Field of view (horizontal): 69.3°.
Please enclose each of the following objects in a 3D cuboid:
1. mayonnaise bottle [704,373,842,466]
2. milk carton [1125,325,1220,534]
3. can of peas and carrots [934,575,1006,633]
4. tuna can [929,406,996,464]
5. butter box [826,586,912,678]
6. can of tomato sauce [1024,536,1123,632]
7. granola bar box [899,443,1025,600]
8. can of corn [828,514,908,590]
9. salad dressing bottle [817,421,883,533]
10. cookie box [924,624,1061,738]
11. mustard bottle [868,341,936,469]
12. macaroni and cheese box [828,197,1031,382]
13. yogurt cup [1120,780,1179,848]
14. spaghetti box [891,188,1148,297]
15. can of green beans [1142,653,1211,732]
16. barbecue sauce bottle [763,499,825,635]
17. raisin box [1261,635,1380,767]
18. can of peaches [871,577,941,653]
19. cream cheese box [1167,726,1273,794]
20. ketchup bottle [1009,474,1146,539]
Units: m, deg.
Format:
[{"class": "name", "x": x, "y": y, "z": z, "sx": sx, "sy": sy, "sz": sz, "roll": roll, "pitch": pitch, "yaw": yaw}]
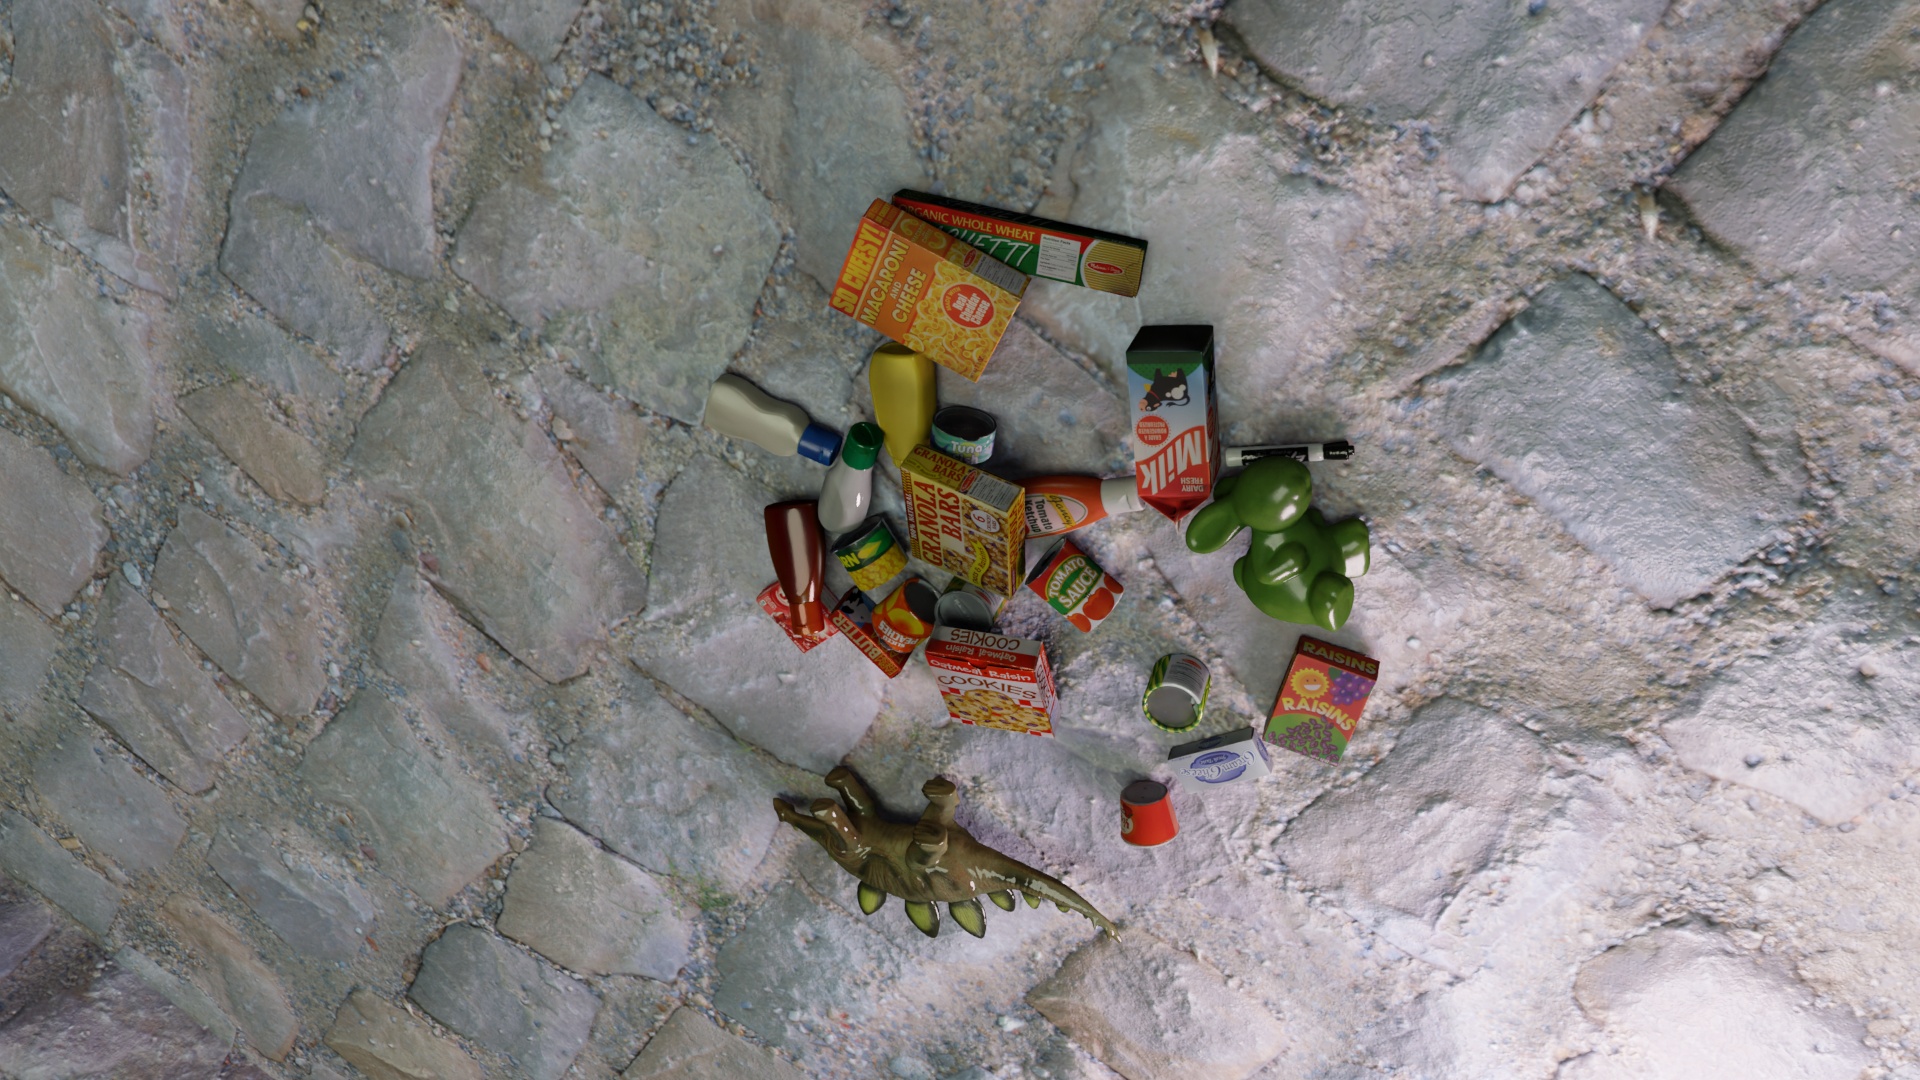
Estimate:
[{"class": "mayonnaise bottle", "x": -0.201, "y": -0.125, "z": 1.500, "sx": 0.148, "sy": 0.041, "sz": 0.064, "roll": 24, "pitch": 125, "yaw": 5}, {"class": "milk carton", "x": 0.208, "y": -0.106, "z": 1.338, "sx": 0.073, "sy": 0.073, "sz": 0.189, "roll": 2, "pitch": 119, "yaw": 19}, {"class": "can of peas and carrots", "x": 0.010, "y": 0.070, "z": 1.521, "sx": 0.071, "sy": 0.059, "sz": 0.070, "roll": 10, "pitch": 122, "yaw": 16}, {"class": "tuna can", "x": 0.003, "y": -0.106, "z": 1.416, "sx": 0.071, "sy": 0.071, "sz": 0.032, "roll": 16, "pitch": 124, "yaw": 12}, {"class": "butter box", "x": -0.100, "y": 0.105, "z": 1.586, "sx": 0.103, "sy": 0.053, "sz": 0.024, "roll": 45, "pitch": 126, "yaw": -8}, {"class": "can of tomato sauce", "x": 0.120, "y": 0.047, "z": 1.460, "sx": 0.083, "sy": 0.071, "sz": 0.071, "roll": 40, "pitch": 124, "yaw": -6}, {"class": "granola bar box", "x": 0.005, "y": -0.018, "z": 1.435, "sx": 0.124, "sy": 0.039, "sz": 0.164, "roll": 24, "pitch": 151, "yaw": 18}, {"class": "can of corn", "x": -0.100, "y": 0.015, "z": 1.524, "sx": 0.071, "sy": 0.071, "sz": 0.058, "roll": -23, "pitch": 109, "yaw": 30}, {"class": "salad dressing bottle", "x": -0.115, "y": -0.066, "z": 1.474, "sx": 0.064, "sy": 0.044, "sz": 0.146, "roll": 63, "pitch": 150, "yaw": 26}, {"class": "cookie box", "x": 0.038, "y": 0.158, "z": 1.529, "sx": 0.123, "sy": 0.040, "sz": 0.166, "roll": 7, "pitch": 149, "yaw": 17}, {"class": "mustard bottle", "x": -0.056, "y": -0.125, "z": 1.440, "sx": 0.065, "sy": 0.049, "sz": 0.159, "roll": 9, "pitch": 122, "yaw": 22}, {"class": "macaroni and cheese box", "x": -0.032, "y": -0.241, "z": 1.345, "sx": 0.166, "sy": 0.040, "sz": 0.123, "roll": 28, "pitch": 139, "yaw": -3}, {"class": "yogurt cup", "x": 0.213, "y": 0.310, "z": 1.582, "sx": 0.072, "sy": 0.073, "sz": 0.053, "roll": -4, "pitch": 109, "yaw": 22}, {"class": "spaghetti box", "x": 0.052, "y": -0.284, "z": 1.320, "sx": 0.250, "sy": 0.029, "sz": 0.050, "roll": 15, "pitch": 123, "yaw": 12}, {"class": "can of green beans", "x": 0.233, "y": 0.164, "z": 1.493, "sx": 0.071, "sy": 0.058, "sz": 0.071, "roll": 9, "pitch": 121, "yaw": 16}, {"class": "barbecue sauce bottle", "x": -0.179, "y": 0.030, "z": 1.553, "sx": 0.065, "sy": 0.044, "sz": 0.148, "roll": -4, "pitch": 99, "yaw": 19}, {"class": "raisin box", "x": 0.376, "y": 0.168, "z": 1.453, "sx": 0.086, "sy": 0.040, "sz": 0.122, "roll": 19, "pitch": 125, "yaw": 10}, {"class": "can of peaches", "x": -0.057, "y": 0.084, "z": 1.547, "sx": 0.071, "sy": 0.071, "sz": 0.058, "roll": 44, "pitch": 123, "yaw": -8}, {"class": "cream cheese box", "x": 0.288, "y": 0.245, "z": 1.539, "sx": 0.103, "sy": 0.024, "sz": 0.053, "roll": -21, "pitch": 111, "yaw": 29}, {"class": "ketchup bottle", "x": 0.115, "y": -0.040, "z": 1.428, "sx": 0.148, "sy": 0.044, "sz": 0.064, "roll": -8, "pitch": 120, "yaw": 24}]
